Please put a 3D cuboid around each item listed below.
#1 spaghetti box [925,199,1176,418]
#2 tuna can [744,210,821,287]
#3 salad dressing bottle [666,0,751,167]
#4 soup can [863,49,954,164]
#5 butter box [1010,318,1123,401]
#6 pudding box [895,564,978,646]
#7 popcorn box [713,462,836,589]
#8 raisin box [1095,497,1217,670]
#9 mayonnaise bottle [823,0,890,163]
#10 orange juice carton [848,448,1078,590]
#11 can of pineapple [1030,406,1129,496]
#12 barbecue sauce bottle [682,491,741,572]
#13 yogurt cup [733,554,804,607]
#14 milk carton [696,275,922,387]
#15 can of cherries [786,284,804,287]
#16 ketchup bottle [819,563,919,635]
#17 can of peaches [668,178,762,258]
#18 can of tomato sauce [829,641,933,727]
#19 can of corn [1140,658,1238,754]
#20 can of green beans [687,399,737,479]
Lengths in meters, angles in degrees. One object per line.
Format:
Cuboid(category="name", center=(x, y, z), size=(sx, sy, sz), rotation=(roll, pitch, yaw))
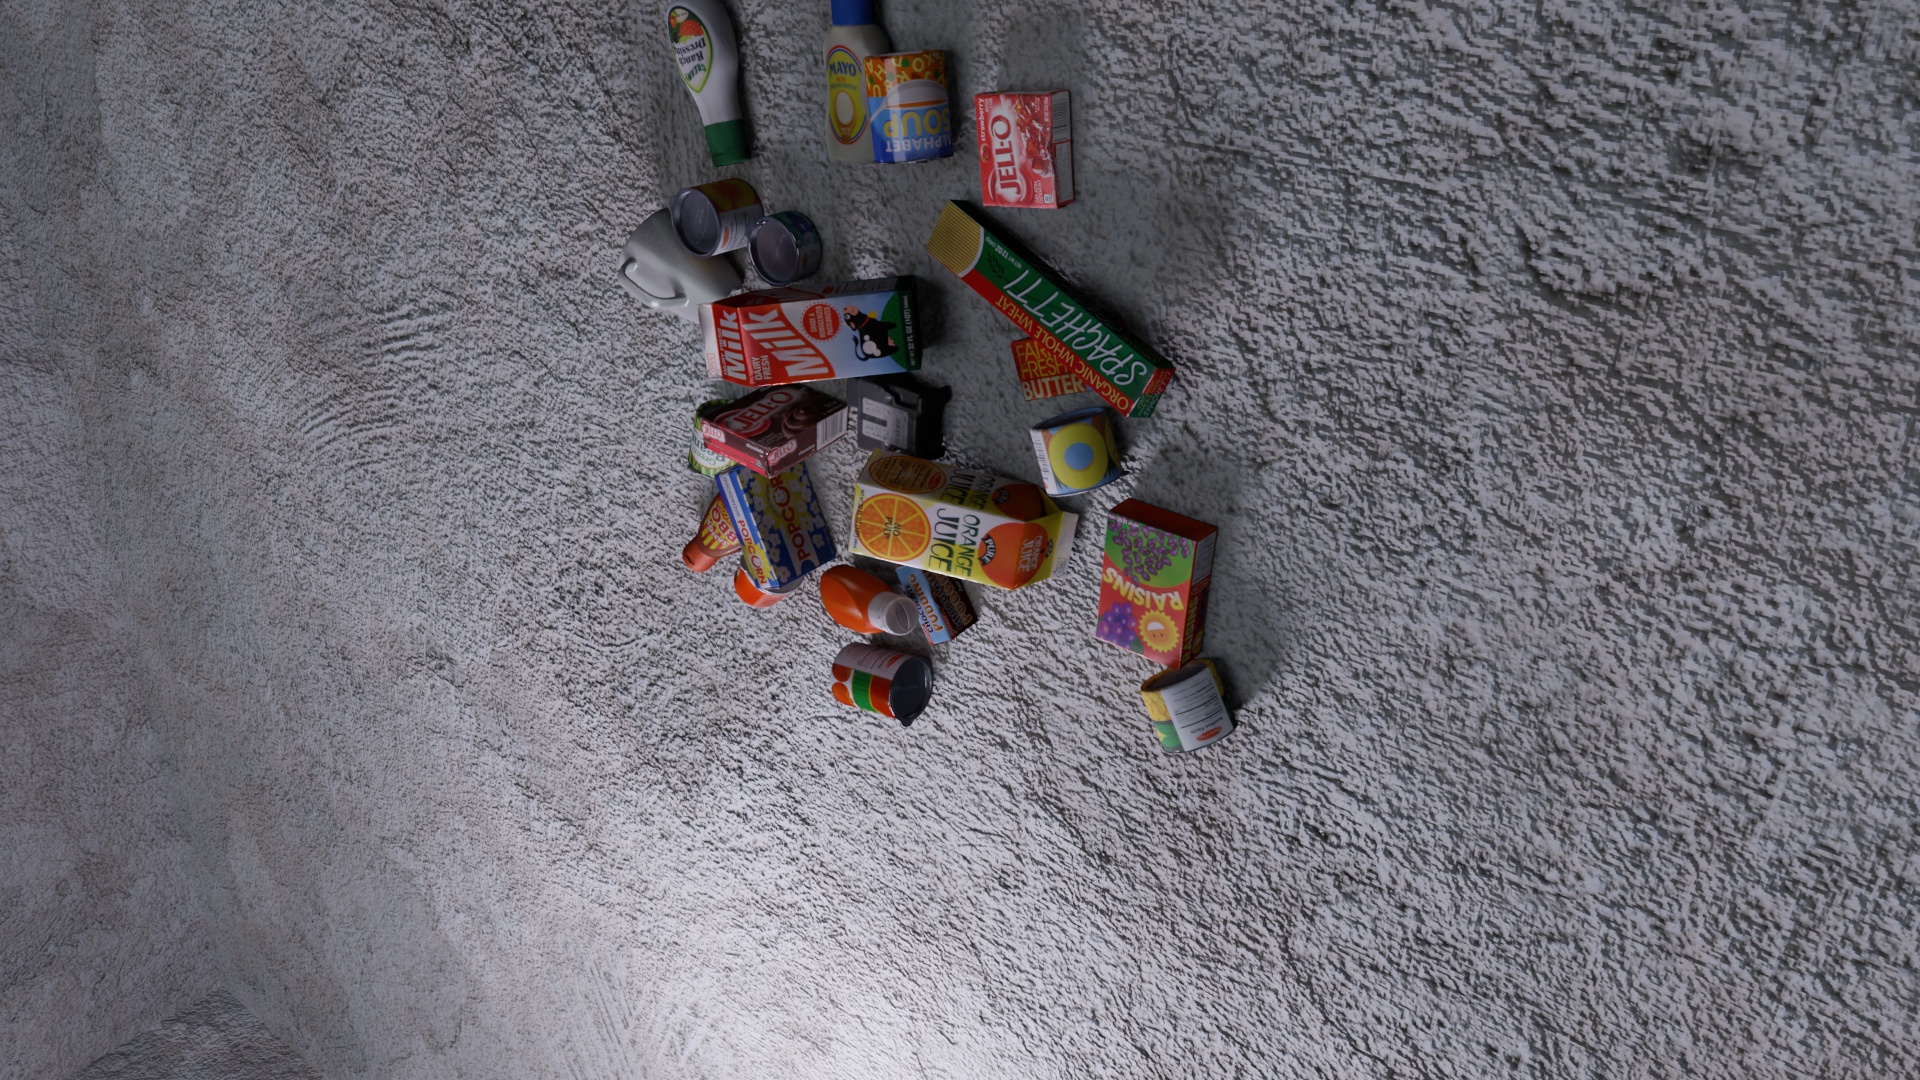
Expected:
Cuboid(category="spaghetti box", center=(0.068, -0.189, 1.112), size=(0.250, 0.029, 0.050), rotation=(44, 123, 26))
Cuboid(category="tuna can", center=(-0.165, -0.273, 1.291), size=(0.071, 0.033, 0.070), rotation=(18, 121, 33))
Cuboid(category="salad dressing bottle", center=(-0.226, -0.418, 1.266), size=(0.064, 0.044, 0.147), rotation=(0, 110, 39))
Cuboid(category="soup can", center=(-0.041, -0.351, 1.125), size=(0.071, 0.072, 0.083), rotation=(11, 116, 36))
Cuboid(category="butter box", center=(0.091, -0.148, 1.142), size=(0.103, 0.024, 0.053), rotation=(-4, 106, 41))
Cuboid(category="pudding box", center=(-0.022, 0.052, 1.314), size=(0.030, 0.050, 0.083), rotation=(-19, 97, 42))
Cuboid(category="popcorn box", center=(-0.184, -0.024, 1.389), size=(0.038, 0.085, 0.126), rotation=(-9, 105, 43))
Cuboid(category="raisin box", center=(0.162, 0.036, 1.161), size=(0.086, 0.040, 0.122), rotation=(20, 121, 31))
Cuboid(category="mayonnaise bottle", center=(-0.087, -0.394, 1.163), size=(0.065, 0.041, 0.147), rotation=(16, 120, 36))
Cuboid(category="orange juice carton", center=(0.004, -0.015, 1.219), size=(0.193, 0.073, 0.071), rotation=(13, 121, 6))
Cuboid(category="can of pineapple", center=(0.098, -0.074, 1.145), size=(0.071, 0.071, 0.057), rotation=(-6, 106, 41))
Cuboid(category="barbecue sauce bottle", center=(-0.248, -0.014, 1.477), size=(0.065, 0.044, 0.148), rotation=(55, 134, 3))
Cuboid(category="yogurt cup", center=(-0.202, 0.035, 1.449), size=(0.072, 0.073, 0.053), rotation=(54, 142, 6))
Cuboid(category="milk carton", center=(-0.131, -0.182, 1.212), size=(0.191, 0.074, 0.072), rotation=(-5, 111, 2))
Cuboid(category="can of cherries", center=(-0.148, -0.193, 1.290), size=(0.071, 0.072, 0.058), rotation=(48, 132, 12))
Cuboid(category="ketchup bottle", center=(-0.088, 0.062, 1.342), size=(0.149, 0.044, 0.064), rotation=(13, 126, 62))
Cuboid(category="can of peaches", center=(-0.231, -0.307, 1.313), size=(0.071, 0.058, 0.071), rotation=(19, 122, 33))
Cuboid(category="can of tomato sauce", center=(-0.080, 0.143, 1.394), size=(0.083, 0.071, 0.071), rotation=(10, 116, 37))
Cuboid(category="can of corn", center=(0.191, 0.138, 1.168), size=(0.071, 0.071, 0.058), rotation=(-17, 98, 43))
Cuboid(category="can of green beans", center=(-0.240, -0.103, 1.412), size=(0.071, 0.071, 0.057), rotation=(35, 129, 22))
